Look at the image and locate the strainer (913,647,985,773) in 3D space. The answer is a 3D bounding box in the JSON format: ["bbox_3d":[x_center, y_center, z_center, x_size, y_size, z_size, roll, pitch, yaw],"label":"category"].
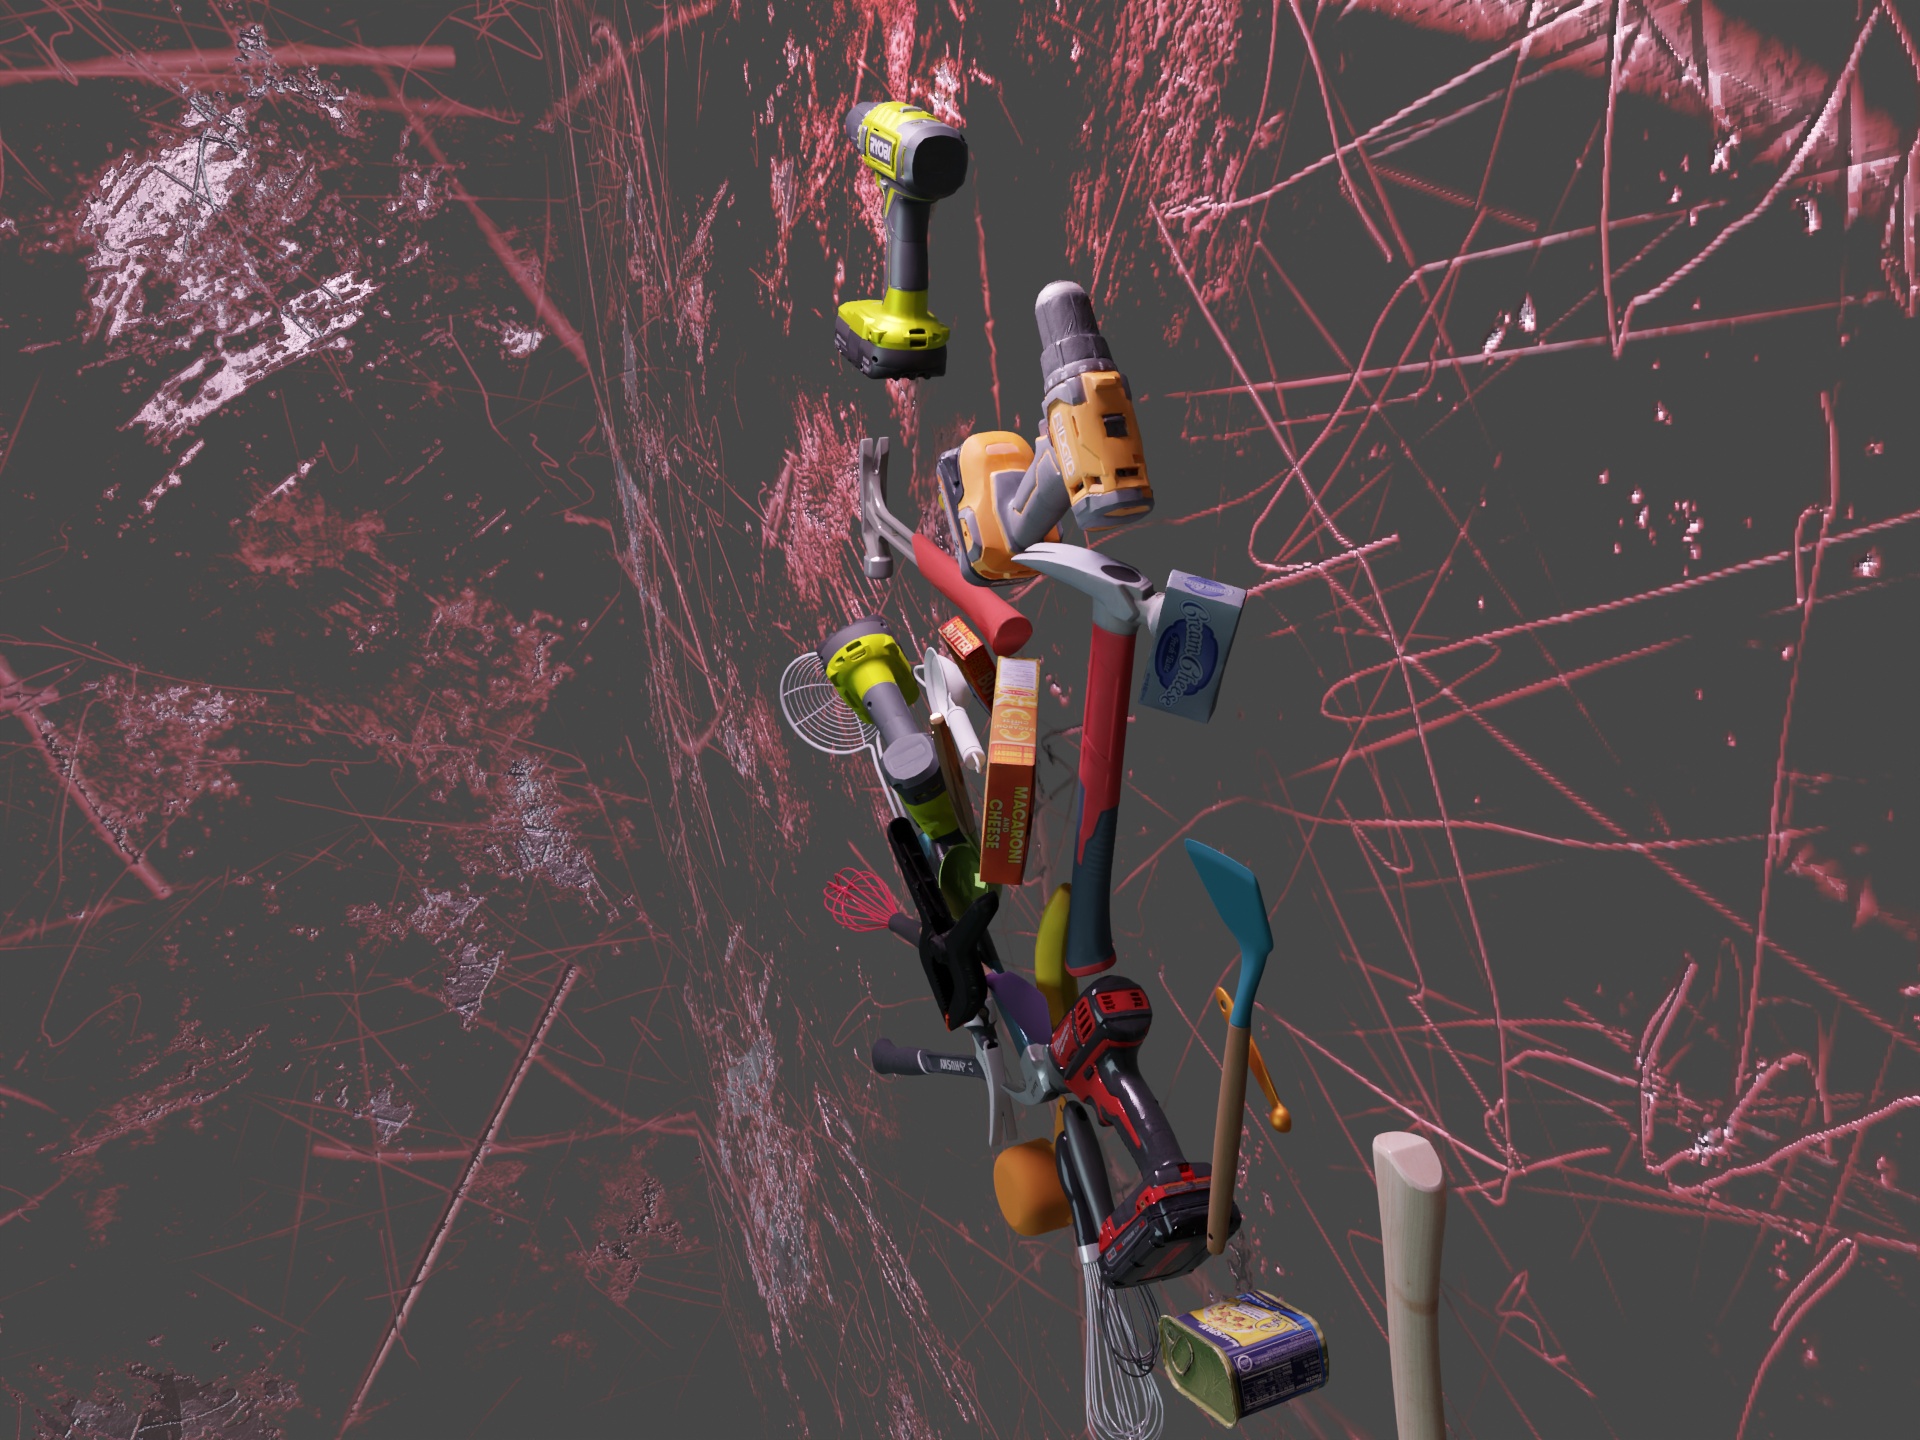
[{"bbox_3d":[-0.002,-0.005,1.470,0.259,0.050,0.086,-113,16,-67],"label":"strainer"}]

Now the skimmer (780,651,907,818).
[{"bbox_3d":[-0.095,0.085,1.737,0.127,0.090,0.364,-44,56,32],"label":"skimmer"}]

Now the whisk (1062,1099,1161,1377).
[{"bbox_3d":[0.128,0.452,1.401,0.055,0.055,0.239,119,140,-58],"label":"whisk"}]

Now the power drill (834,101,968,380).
[{"bbox_3d":[-0.062,-0.441,1.445,0.191,0.080,0.228,-130,39,-52],"label":"power drill"}]

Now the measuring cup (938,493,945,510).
[{"bbox_3d":[0.003,-0.191,1.449,0.157,0.029,0.062,-151,55,-62],"label":"measuring cup"}]

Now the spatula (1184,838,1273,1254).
[{"bbox_3d":[0.187,0.241,1.134,0.082,0.044,0.317,27,118,58],"label":"spatula"}]

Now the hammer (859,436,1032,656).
[{"bbox_3d":[-0.023,-0.156,1.523,0.359,0.036,0.149,-135,40,-56],"label":"hammer"}]

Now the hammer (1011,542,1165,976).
[{"bbox_3d":[0.097,0.046,1.250,0.143,0.038,0.386,26,132,30],"label":"hammer"}]

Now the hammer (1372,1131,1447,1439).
[{"bbox_3d":[0.289,0.458,1.011,0.146,0.038,0.410,-167,69,-68],"label":"hammer"}]

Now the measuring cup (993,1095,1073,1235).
[{"bbox_3d":[0.071,0.421,1.517,0.095,0.052,0.173,-123,29,-45],"label":"measuring cup"}]

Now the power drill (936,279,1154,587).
[{"bbox_3d":[0.060,-0.214,1.232,0.226,0.084,0.185,-30,72,63],"label":"power drill"}]

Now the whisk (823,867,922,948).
[{"bbox_3d":[-0.081,0.225,1.817,0.296,0.073,0.073,16,114,60],"label":"whisk"}]

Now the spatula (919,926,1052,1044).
[{"bbox_3d":[0.020,0.242,1.516,0.316,0.018,0.059,-159,59,-67],"label":"spatula"}]

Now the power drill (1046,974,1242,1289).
[{"bbox_3d":[0.131,0.332,1.284,0.143,0.078,0.220,-62,38,44],"label":"power drill"}]

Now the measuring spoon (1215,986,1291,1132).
[{"bbox_3d":[0.208,0.245,1.149,0.021,0.011,0.117,108,145,-51],"label":"measuring spoon"}]

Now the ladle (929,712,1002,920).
[{"bbox_3d":[-0.008,0.090,1.441,0.078,0.062,0.319,59,171,33],"label":"ladle"}]

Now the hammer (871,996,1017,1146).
[{"bbox_3d":[-0.029,0.388,1.782,0.409,0.036,0.149,152,106,-68],"label":"hammer"}]

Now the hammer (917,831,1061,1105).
[{"bbox_3d":[0.026,0.234,1.577,0.128,0.033,0.331,104,149,-44],"label":"hammer"}]

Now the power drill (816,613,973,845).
[{"bbox_3d":[-0.057,0.017,1.590,0.223,0.080,0.171,62,-179,36],"label":"power drill"}]

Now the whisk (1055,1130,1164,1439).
[{"bbox_3d":[0.125,0.511,1.426,0.070,0.070,0.285,130,131,-63],"label":"whisk"}]
